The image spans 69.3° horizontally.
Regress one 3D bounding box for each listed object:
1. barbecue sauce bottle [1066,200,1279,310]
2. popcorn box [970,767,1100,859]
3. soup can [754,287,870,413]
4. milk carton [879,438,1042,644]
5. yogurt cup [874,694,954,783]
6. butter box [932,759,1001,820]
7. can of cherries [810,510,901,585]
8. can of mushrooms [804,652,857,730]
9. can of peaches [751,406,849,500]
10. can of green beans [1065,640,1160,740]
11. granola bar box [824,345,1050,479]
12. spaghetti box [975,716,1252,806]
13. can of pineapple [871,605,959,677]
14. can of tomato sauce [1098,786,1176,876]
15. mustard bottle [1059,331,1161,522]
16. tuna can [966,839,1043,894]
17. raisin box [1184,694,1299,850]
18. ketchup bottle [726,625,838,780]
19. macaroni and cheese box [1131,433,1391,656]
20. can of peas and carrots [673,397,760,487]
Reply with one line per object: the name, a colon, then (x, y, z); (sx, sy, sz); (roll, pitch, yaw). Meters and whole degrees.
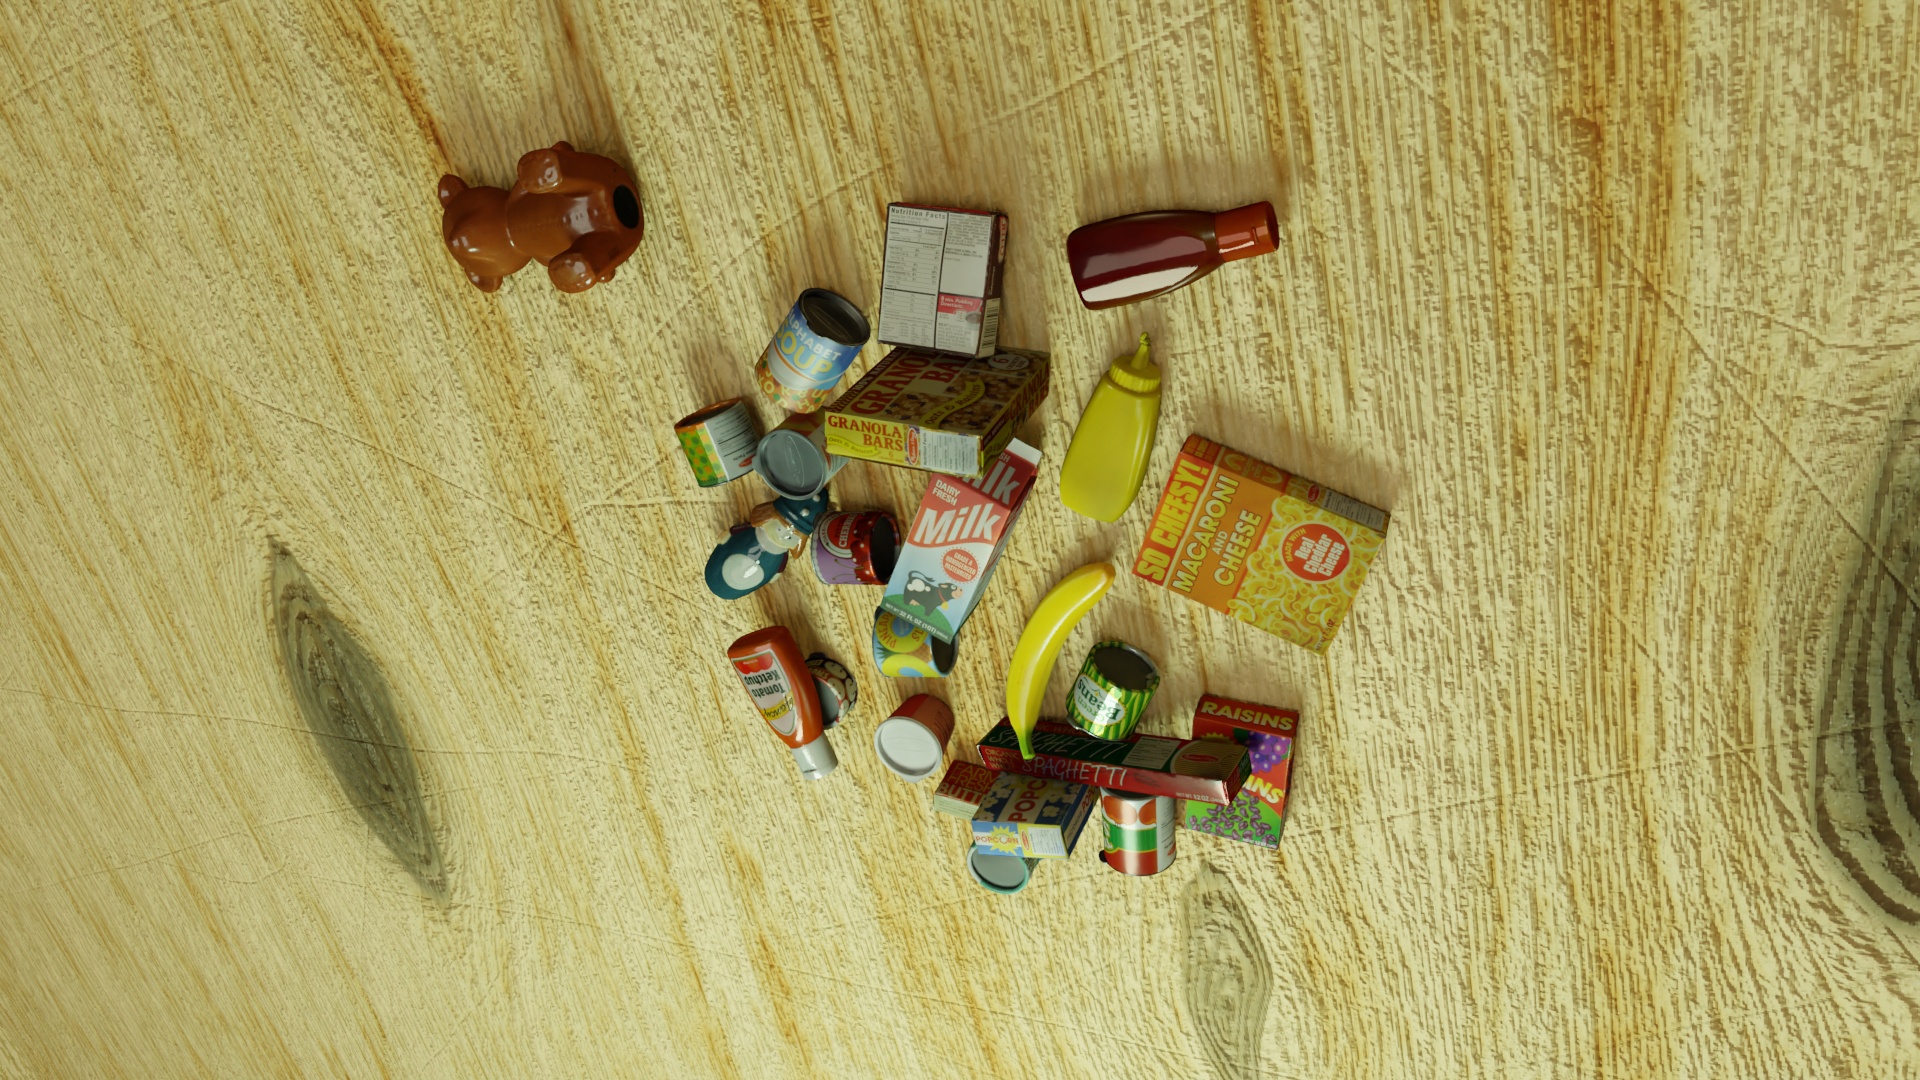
barbecue sauce bottle: (0.155, -0.212, 1.012); (0.148, 0.044, 0.064); (-8, 113, 26)
popcorn box: (0.072, 0.231, 1.235); (0.085, 0.127, 0.038); (-3, 112, 25)
soup can: (-0.125, -0.155, 1.146); (0.071, 0.072, 0.083); (40, 125, -1)
milk carton: (0.004, -0.015, 1.165); (0.072, 0.074, 0.189); (29, 124, 7)
yogurt cup: (-0.040, 0.181, 1.300); (0.072, 0.054, 0.072); (10, 120, 18)
butter box: (0.030, 0.242, 1.304); (0.103, 0.053, 0.024); (13, 124, 18)
can of cherries: (-0.092, 0.005, 1.219); (0.058, 0.072, 0.071); (1, 117, 23)
can of mushrooms: (-0.136, 0.146, 1.336); (0.071, 0.034, 0.070); (10, 119, 20)
can of peaches: (-0.136, -0.077, 1.201); (0.071, 0.058, 0.071); (11, 121, 18)
can of green beans: (0.131, 0.128, 1.191); (0.071, 0.071, 0.057); (27, 124, 8)
granola bar box: (-0.014, -0.106, 1.067); (0.124, 0.166, 0.038); (11, 121, 18)
spaghetti box: (0.128, 0.188, 1.203); (0.250, 0.050, 0.028); (2, 119, 37)
can of pineapple: (-0.040, 0.089, 1.242); (0.058, 0.071, 0.070); (-2, 116, 23)
can of tomato sauce: (0.157, 0.247, 1.243); (0.071, 0.071, 0.082); (4, 117, 21)
mustard bottle: (0.125, -0.092, 1.086); (0.065, 0.049, 0.159); (23, 122, 10)
tuna can: (0.043, 0.308, 1.346); (0.071, 0.033, 0.070); (11, 120, 19)
raisin box: (0.242, 0.199, 1.198); (0.086, 0.040, 0.122); (10, 121, 19)
ketchup bottle: (-0.160, 0.154, 1.303); (0.064, 0.044, 0.148); (-15, 108, 29)
macaroni and cheese box: (0.234, 0.004, 1.095); (0.166, 0.040, 0.123); (24, 123, 10)
can of peas and carrots: (-0.213, -0.086, 1.225); (0.071, 0.071, 0.058); (-11, 111, 28)
